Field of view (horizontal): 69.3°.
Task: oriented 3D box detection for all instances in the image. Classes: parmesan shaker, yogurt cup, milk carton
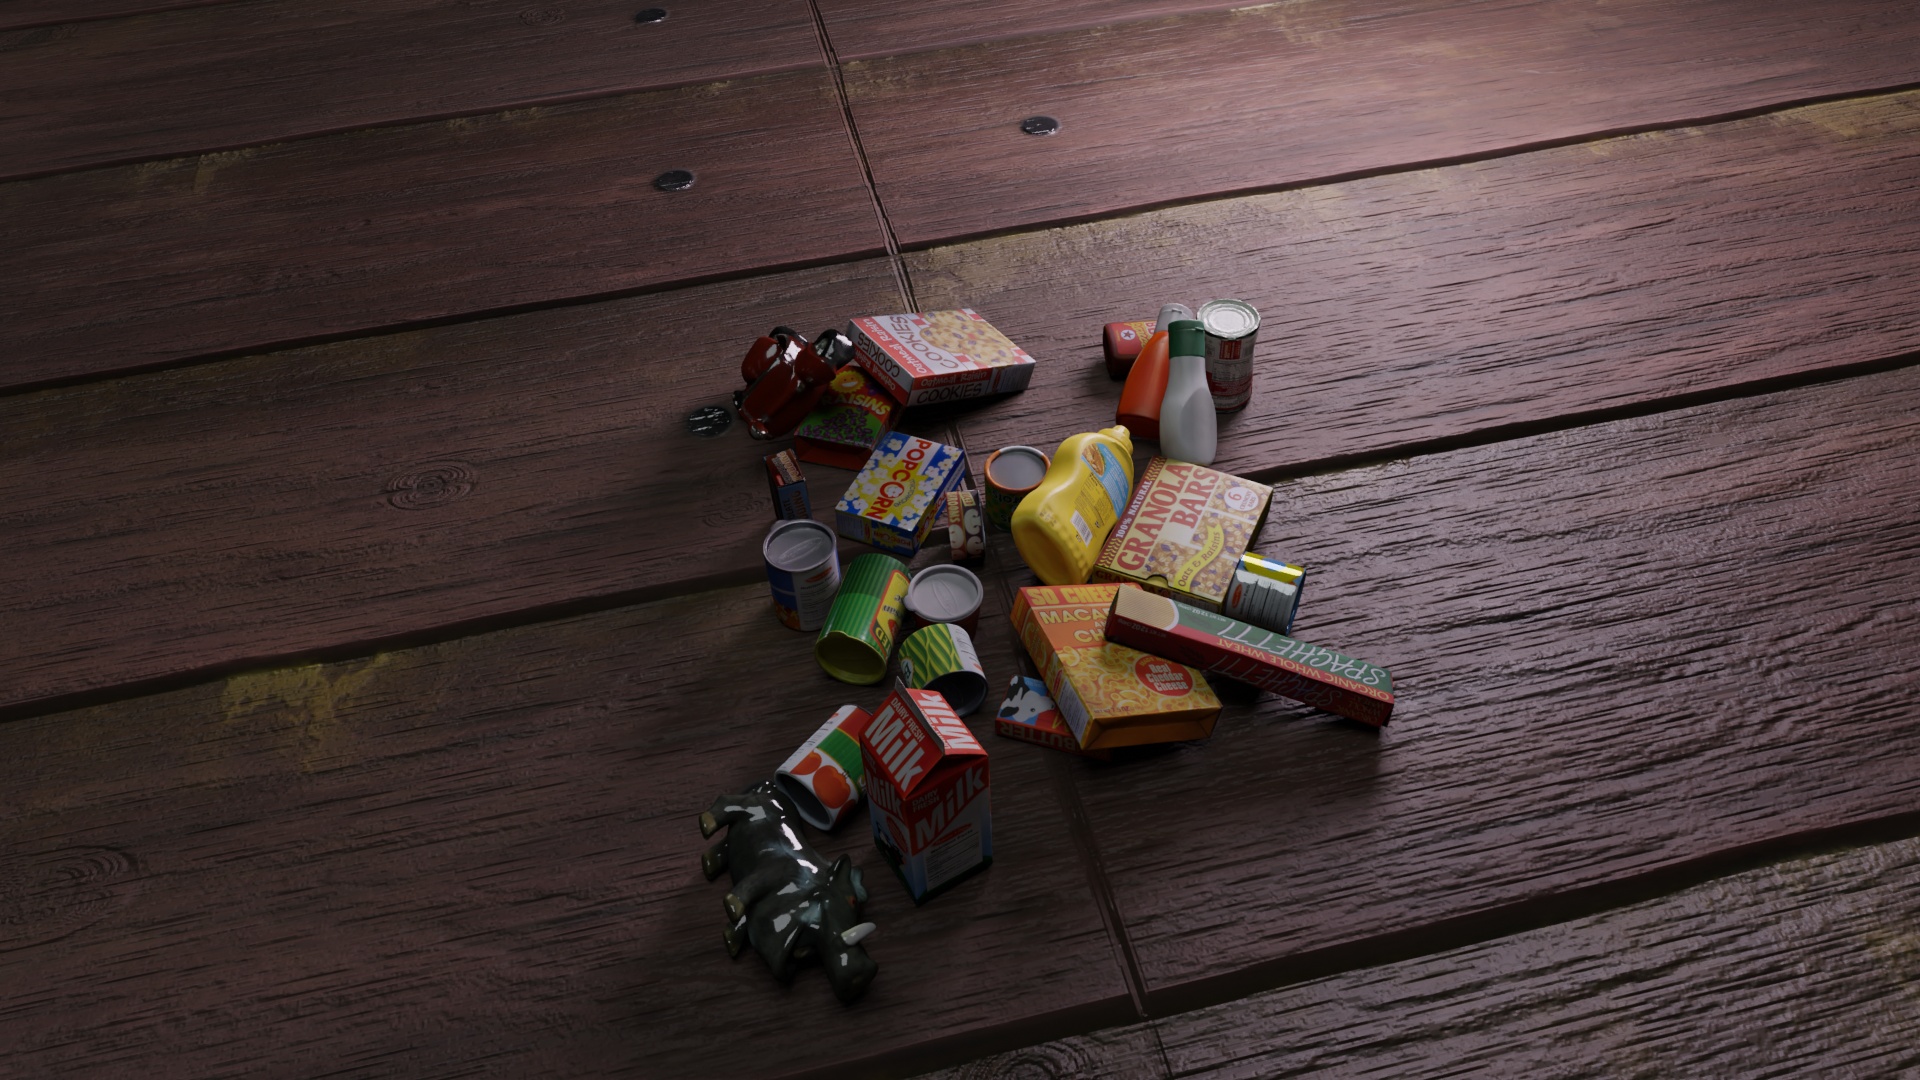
[{"bbox_3d":[-0.085,0.067,1.245,0.071,0.071,0.103,9,47,11],"label":"parmesan shaker"},{"bbox_3d":[-0.013,0.063,1.257,0.072,0.053,0.073,-1,46,2],"label":"yogurt cup"},{"bbox_3d":[-0.025,0.185,1.045,0.074,0.189,0.072,-25,50,-20],"label":"milk carton"}]

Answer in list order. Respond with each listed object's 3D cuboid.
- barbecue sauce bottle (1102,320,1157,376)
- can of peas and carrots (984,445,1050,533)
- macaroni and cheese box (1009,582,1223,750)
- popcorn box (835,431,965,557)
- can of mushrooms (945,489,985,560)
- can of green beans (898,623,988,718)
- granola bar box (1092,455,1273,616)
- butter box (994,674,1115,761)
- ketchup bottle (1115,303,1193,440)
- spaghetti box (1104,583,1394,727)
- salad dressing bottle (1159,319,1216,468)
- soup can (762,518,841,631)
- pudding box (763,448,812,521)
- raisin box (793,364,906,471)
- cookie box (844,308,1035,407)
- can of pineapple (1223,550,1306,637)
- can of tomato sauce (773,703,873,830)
[{"bbox_3d":[0.233,-0.215,1.522,0.149,0.043,0.065,-5,51,-3],"label":"barbecue sauce bottle"},{"bbox_3d":[0.056,-0.049,1.359,0.071,0.058,0.071,-2,46,2],"label":"can of peas and carrots"},{"bbox_3d":[0.129,0.104,1.189,0.124,0.040,0.167,-1,37,-23],"label":"macaroni and cheese box"},{"bbox_3d":[-0.058,-0.049,1.379,0.085,0.038,0.127,16,49,17],"label":"popcorn box"},{"bbox_3d":[0.005,-0.017,1.323,0.033,0.070,0.071,-6,46,0],"label":"can of mushrooms"},{"bbox_3d":[-0.016,0.114,1.200,0.071,0.071,0.058,-14,46,-10],"label":"can of green beans"},{"bbox_3d":[0.213,-0.003,1.320,0.124,0.038,0.166,17,49,19],"label":"granola bar box"},{"bbox_3d":[0.086,0.151,1.187,0.103,0.024,0.053,12,47,14],"label":"butter box"},{"bbox_3d":[0.210,-0.179,1.458,0.065,0.043,0.149,16,67,7],"label":"ketchup bottle"},{"bbox_3d":[0.247,0.098,1.184,0.250,0.028,0.050,18,34,2],"label":"spaghetti box"},{"bbox_3d":[0.229,-0.147,1.398,0.064,0.147,0.044,4,-6,-39],"label":"salad dressing bottle"},{"bbox_3d":[-0.144,0.031,1.275,0.071,0.083,0.072,-1,46,2],"label":"soup can"},{"bbox_3d":[-0.165,-0.041,1.346,0.030,0.083,0.050,-17,48,-12],"label":"pudding box"},{"bbox_3d":[-0.112,-0.131,1.462,0.086,0.039,0.124,11,47,14],"label":"raisin box"},{"bbox_3d":[-0.023,-0.197,1.486,0.168,0.040,0.123,-13,43,-38],"label":"cookie box"},{"bbox_3d":[0.274,0.048,1.250,0.058,0.070,0.071,17,49,18],"label":"can of pineapple"},{"bbox_3d":[-0.099,0.186,1.135,0.071,0.070,0.083,29,54,27],"label":"can of tomato sauce"}]
